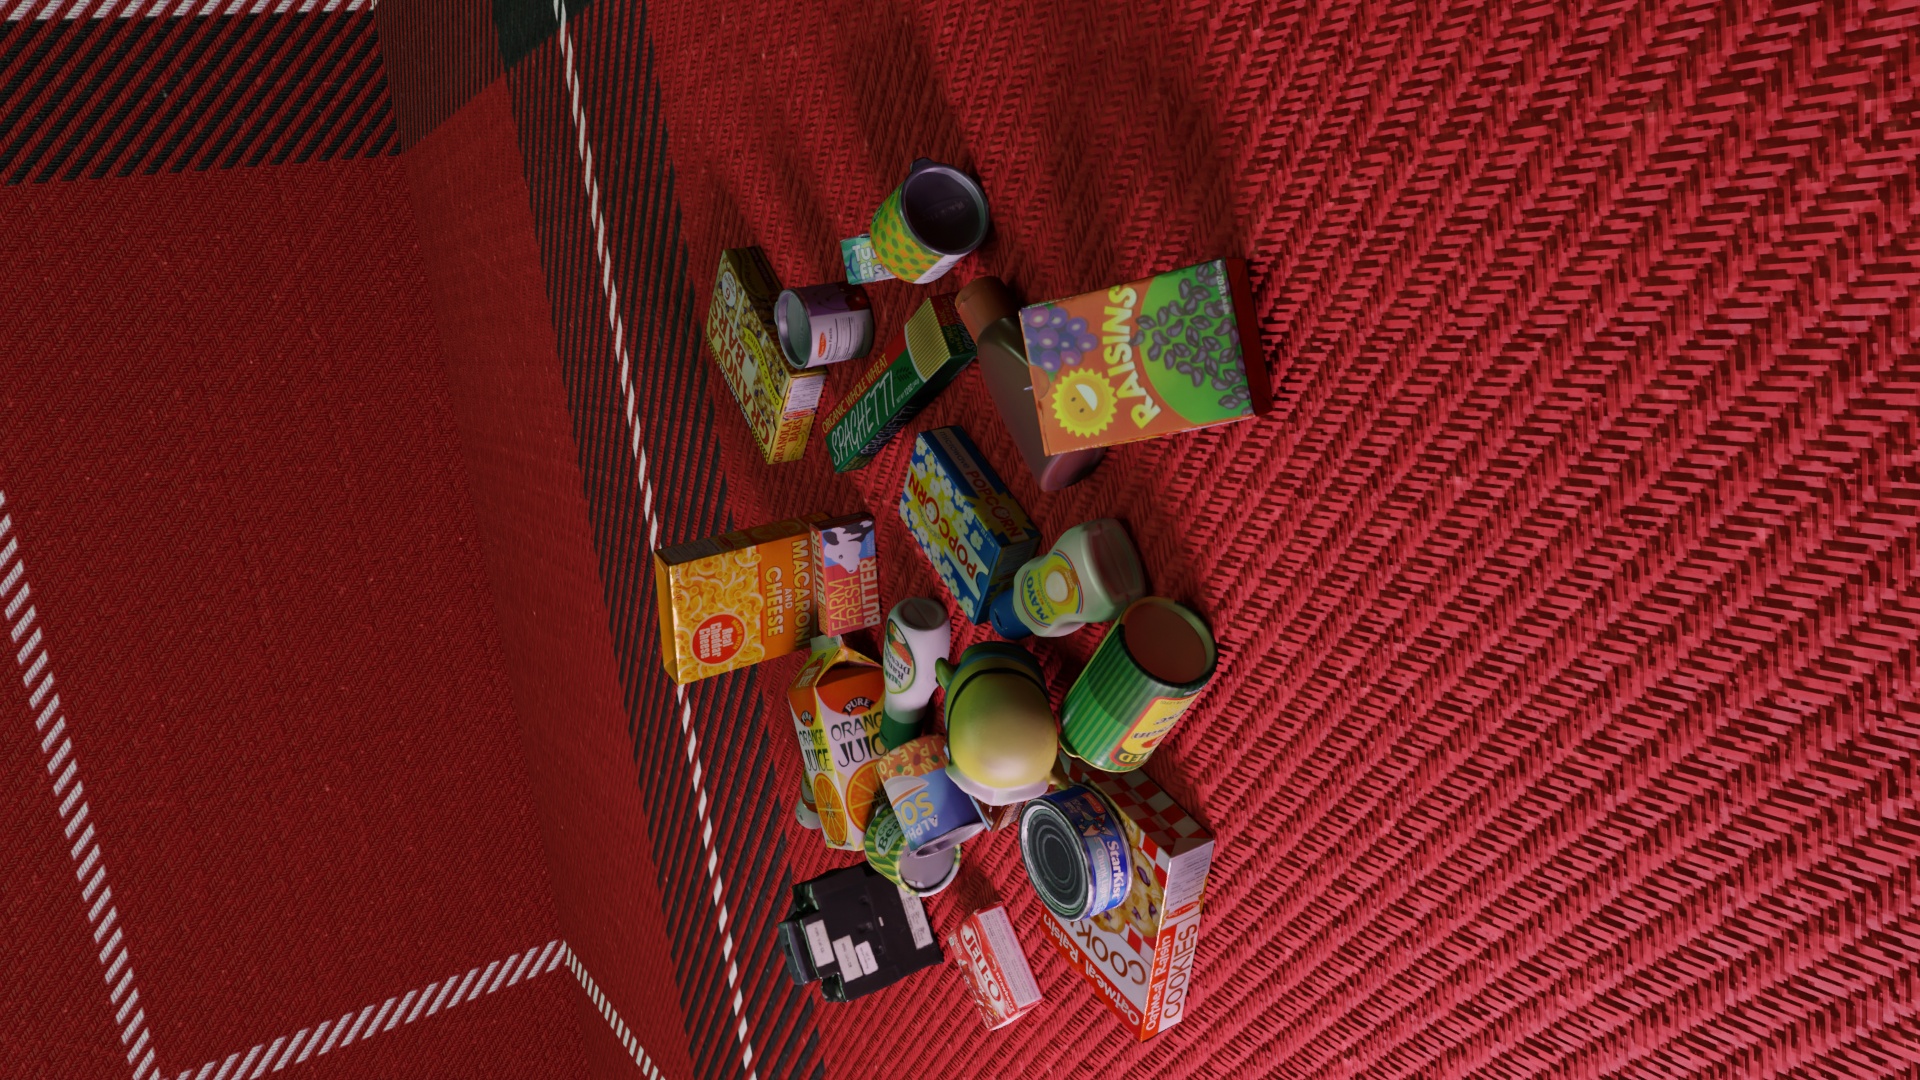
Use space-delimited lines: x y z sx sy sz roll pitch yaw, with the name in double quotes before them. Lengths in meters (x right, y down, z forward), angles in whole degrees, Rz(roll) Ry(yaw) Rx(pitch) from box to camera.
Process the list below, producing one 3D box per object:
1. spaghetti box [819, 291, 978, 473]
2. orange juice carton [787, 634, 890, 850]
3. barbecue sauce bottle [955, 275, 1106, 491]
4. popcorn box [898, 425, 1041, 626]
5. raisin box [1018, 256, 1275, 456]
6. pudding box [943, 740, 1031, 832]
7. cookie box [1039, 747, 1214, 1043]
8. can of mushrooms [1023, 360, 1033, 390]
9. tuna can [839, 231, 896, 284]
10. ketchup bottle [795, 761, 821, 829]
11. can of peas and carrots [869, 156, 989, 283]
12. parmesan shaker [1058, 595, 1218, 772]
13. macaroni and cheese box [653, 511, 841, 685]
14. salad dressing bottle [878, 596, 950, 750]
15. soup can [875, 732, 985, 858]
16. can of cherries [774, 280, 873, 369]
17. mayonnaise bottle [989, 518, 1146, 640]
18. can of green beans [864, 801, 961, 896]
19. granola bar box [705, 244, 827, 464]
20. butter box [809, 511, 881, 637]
"spaghetti box" -0.054 -0.117 1.095 0.249 0.029 0.050 -36 70 59
"orange juice carton" -0.101 0.178 1.263 0.071 0.073 0.192 -19 85 62
"barbecue sauce bottle" 0.042 -0.108 0.911 0.149 0.044 0.064 63 149 24
"popcorn box" 0.004 -0.013 1.028 0.127 0.038 0.084 55 144 34
"raisin box" 0.100 -0.098 0.756 0.123 0.040 0.086 -9 95 30
"pudding box" 0.022 0.180 1.089 0.084 0.030 0.049 58 145 30
"cookie box" 0.108 0.237 0.947 0.123 0.040 0.166 41 136 47
"can of mushrooms" 0.070 -0.111 0.831 0.071 0.071 0.033 -2 99 61
"tuna can" -0.053 -0.208 1.011 0.071 0.071 0.032 5 108 60
"ketchup bottle" -0.133 0.238 1.379 0.065 0.044 0.148 60 148 27
"can of peas and carrots" -0.024 -0.219 0.955 0.058 0.071 0.071 -24 81 62
"parmesan shaker" 0.107 0.090 0.853 0.071 0.071 0.102 60 148 26
"macaroni and cheese box" -0.190 0.052 1.269 0.040 0.167 0.123 36 133 49
"salad dressing bottle" -0.042 0.115 1.160 0.064 0.044 0.146 49 141 39
"soup can" -0.027 0.211 1.147 0.084 0.071 0.071 65 149 21
"can of cherries" -0.113 -0.180 1.143 0.071 0.058 0.071 36 133 50
"mayonnaise bottle" 0.067 0.034 0.931 0.147 0.041 0.065 -35 73 59
"can of green beans" -0.041 0.267 1.202 0.058 0.071 0.071 14 114 58
"granola bar box" -0.185 -0.173 1.296 0.166 0.039 0.123 61 148 27
"butter box" -0.101 0.030 1.218 0.024 0.053 0.103 28 126 56
